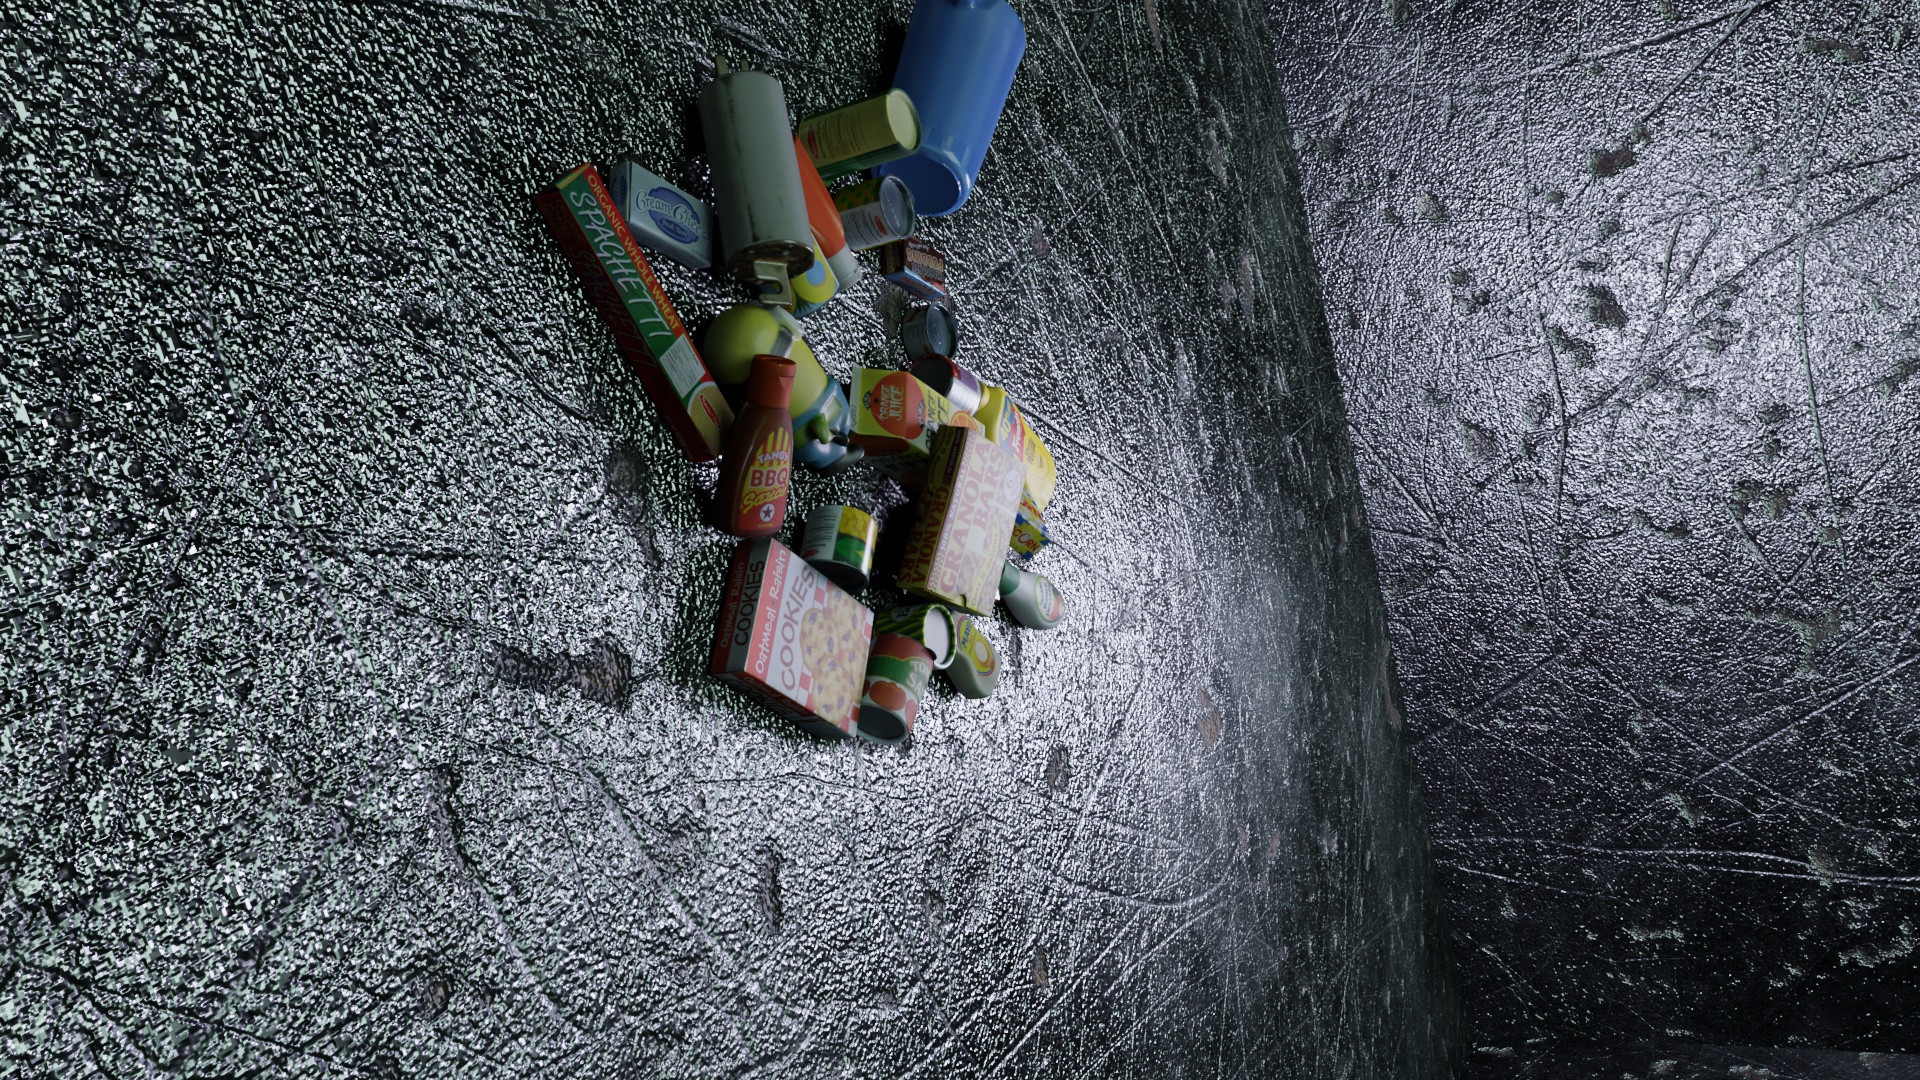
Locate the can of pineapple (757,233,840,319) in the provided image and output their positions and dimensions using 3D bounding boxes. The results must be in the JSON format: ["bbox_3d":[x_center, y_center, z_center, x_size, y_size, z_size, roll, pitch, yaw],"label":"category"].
[{"bbox_3d":[-0.152,-0.239,1.254,0.057,0.071,0.071,61,35,-31],"label":"can of pineapple"}]

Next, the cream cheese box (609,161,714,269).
[{"bbox_3d":[-0.244,-0.265,1.140,0.104,0.024,0.053,19,65,-58],"label":"cream cheese box"}]

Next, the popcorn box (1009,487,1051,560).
[{"bbox_3d":[0.039,-0.045,1.511,0.126,0.038,0.085,38,20,-37],"label":"popcorn box"}]

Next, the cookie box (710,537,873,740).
[{"bbox_3d":[-0.143,0.088,1.210,0.167,0.040,0.123,42,47,-50],"label":"cookie box"}]

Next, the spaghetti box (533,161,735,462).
[{"bbox_3d":[-0.251,-0.176,1.099,0.249,0.028,0.050,64,34,-29],"label":"spaghetti box"}]

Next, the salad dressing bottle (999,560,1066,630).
[{"bbox_3d":[0.070,0.058,1.587,0.147,0.044,0.064,36,51,-52],"label":"salad dressing bottle"}]

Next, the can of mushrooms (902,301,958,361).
[{"bbox_3d":[-0.031,-0.222,1.494,0.071,0.033,0.071,24,62,-56],"label":"can of mushrooms"}]

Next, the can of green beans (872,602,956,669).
[{"bbox_3d":[-0.044,0.096,1.362,0.071,0.058,0.071,24,62,-57],"label":"can of green beans"}]

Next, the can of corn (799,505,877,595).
[{"bbox_3d":[-0.110,0.009,1.261,0.071,0.071,0.058,44,46,-48],"label":"can of corn"}]

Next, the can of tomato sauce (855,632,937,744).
[{"bbox_3d":[-0.066,0.139,1.301,0.071,0.071,0.083,58,38,-36],"label":"can of tomato sauce"}]

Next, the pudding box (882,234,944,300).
[{"bbox_3d":[-0.050,-0.293,1.484,0.083,0.030,0.050,19,67,-57],"label":"pudding box"}]

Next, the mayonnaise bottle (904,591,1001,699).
[{"bbox_3d":[-0.008,0.101,1.441,0.147,0.041,0.065,55,38,-38],"label":"mayonnaise bottle"}]

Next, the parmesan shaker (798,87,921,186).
[{"bbox_3d":[-0.096,-0.392,1.353,0.071,0.103,0.071,24,63,-57],"label":"parmesan shaker"}]

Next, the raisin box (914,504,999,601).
[{"bbox_3d":[-0.004,0.014,1.475,0.123,0.040,0.086,25,62,-57],"label":"raisin box"}]

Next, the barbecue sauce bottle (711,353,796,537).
[{"bbox_3d":[-0.166,-0.079,1.150,0.065,0.044,0.148,-8,115,-51],"label":"barbecue sauce bottle"}]

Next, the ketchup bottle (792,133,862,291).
[{"bbox_3d":[-0.142,-0.305,1.311,0.148,0.043,0.065,59,37,-34],"label":"ketchup bottle"}]

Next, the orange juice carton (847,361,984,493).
[{"bbox_3d":[-0.055,-0.111,1.383,0.192,0.073,0.072,29,59,-54],"label":"orange juice carton"}]

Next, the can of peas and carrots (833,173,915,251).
[{"bbox_3d":[-0.086,-0.331,1.401,0.071,0.058,0.071,25,61,-57],"label":"can of peas and carrots"}]

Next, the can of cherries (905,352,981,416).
[{"bbox_3d":[-0.022,-0.159,1.466,0.058,0.071,0.071,26,61,-55],"label":"can of cherries"}]

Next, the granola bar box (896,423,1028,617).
[{"bbox_3d":[0.005,-0.017,1.376,0.124,0.039,0.166,28,74,-54],"label":"granola bar box"}]
